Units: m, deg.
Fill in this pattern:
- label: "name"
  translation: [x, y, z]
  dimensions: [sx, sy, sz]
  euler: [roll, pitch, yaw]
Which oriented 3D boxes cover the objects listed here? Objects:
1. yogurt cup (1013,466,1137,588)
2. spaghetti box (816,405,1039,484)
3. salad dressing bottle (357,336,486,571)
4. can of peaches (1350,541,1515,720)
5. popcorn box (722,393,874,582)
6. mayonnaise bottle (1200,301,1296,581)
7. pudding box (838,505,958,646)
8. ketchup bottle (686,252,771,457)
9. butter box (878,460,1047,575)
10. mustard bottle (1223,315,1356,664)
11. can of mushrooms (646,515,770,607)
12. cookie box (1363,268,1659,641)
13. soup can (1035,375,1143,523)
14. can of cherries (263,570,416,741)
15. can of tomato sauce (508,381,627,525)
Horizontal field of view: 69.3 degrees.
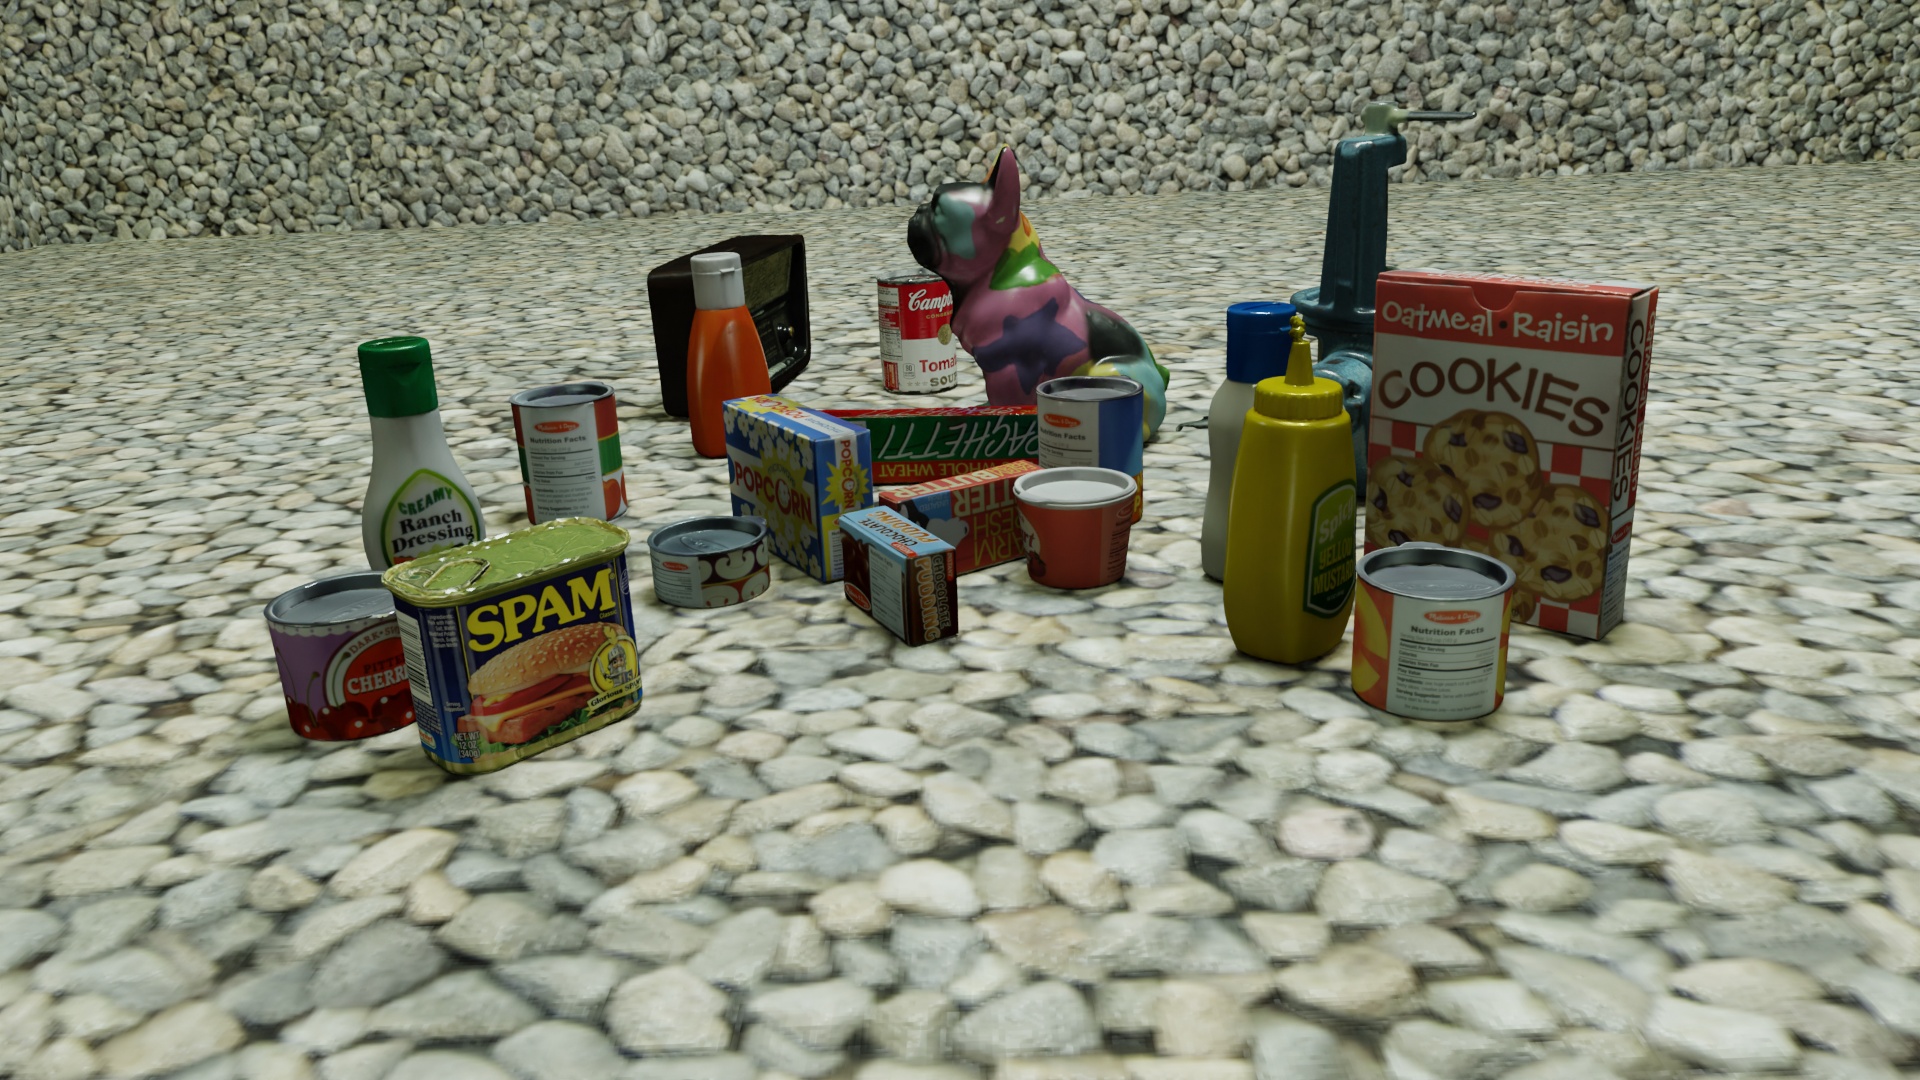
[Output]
- label: "yogurt cup"
  translation: [0.064, -0.007, 0.773]
  dimensions: [0.072, 0.053, 0.072]
  euler: [-2, 19, 1]
- label: "spaghetti box"
  translation: [-0.035, -0.065, 0.962]
  dimensions: [0.250, 0.050, 0.029]
  euler: [-1, 19, 5]
- label: "salad dressing bottle"
  translation: [-0.301, -0.037, 0.764]
  dimensions: [0.064, 0.147, 0.044]
  euler: [-15, 22, -32]
- label: "can of peaches"
  translation: [0.207, 0.039, 0.613]
  dimensions: [0.071, 0.058, 0.071]
  euler: [-2, 19, 1]
- label: "popcorn box"
  translation: [-0.097, -0.034, 0.825]
  dimensions: [0.038, 0.085, 0.127]
  euler: [-14, 22, -30]
- label: "mayonnaise bottle"
  translation: [0.161, -0.053, 0.748]
  dimensions: [0.065, 0.147, 0.041]
  euler: [-15, 22, -32]
- label: "pudding box"
  translation: [-0.033, 0.017, 0.723]
  dimensions: [0.030, 0.049, 0.084]
  euler: [-12, 21, -26]
- label: "ketchup bottle"
  translation: [-0.177, -0.140, 1.046]
  dimensions: [0.065, 0.148, 0.043]
  euler: [-16, 22, -34]
- label: "butter box"
  translation: [0.003, -0.010, 0.791]
  dimensions: [0.104, 0.053, 0.024]
  euler: [-15, 22, -31]
- label: "mustard bottle"
  translation: [0.156, -0.024, 0.647]
  dimensions: [0.049, 0.159, 0.065]
  euler: [14, 25, 41]
- label: "can of mushrooms"
  translation: [-0.139, 0.011, 0.780]
  dimensions: [0.071, 0.033, 0.071]
  euler: [-2, 19, 1]
- label: "cookie box"
  translation: [0.266, -0.046, 0.686]
  dimensions: [0.123, 0.166, 0.040]
  euler: [14, 25, 41]
- label: "soup can"
  translation: [0.083, -0.056, 0.866]
  dimensions: [0.071, 0.083, 0.071]
  euler: [-2, 19, 1]
- label: "can of cherries"
  translation: [-0.277, 0.053, 0.639]
  dimensions: [0.071, 0.058, 0.072]
  euler: [-2, 19, 1]
- label: "can of tomato sauce"
  translation: [-0.257, -0.057, 0.918]
  dimensions: [0.071, 0.082, 0.071]
  euler: [-2, 19, 1]
